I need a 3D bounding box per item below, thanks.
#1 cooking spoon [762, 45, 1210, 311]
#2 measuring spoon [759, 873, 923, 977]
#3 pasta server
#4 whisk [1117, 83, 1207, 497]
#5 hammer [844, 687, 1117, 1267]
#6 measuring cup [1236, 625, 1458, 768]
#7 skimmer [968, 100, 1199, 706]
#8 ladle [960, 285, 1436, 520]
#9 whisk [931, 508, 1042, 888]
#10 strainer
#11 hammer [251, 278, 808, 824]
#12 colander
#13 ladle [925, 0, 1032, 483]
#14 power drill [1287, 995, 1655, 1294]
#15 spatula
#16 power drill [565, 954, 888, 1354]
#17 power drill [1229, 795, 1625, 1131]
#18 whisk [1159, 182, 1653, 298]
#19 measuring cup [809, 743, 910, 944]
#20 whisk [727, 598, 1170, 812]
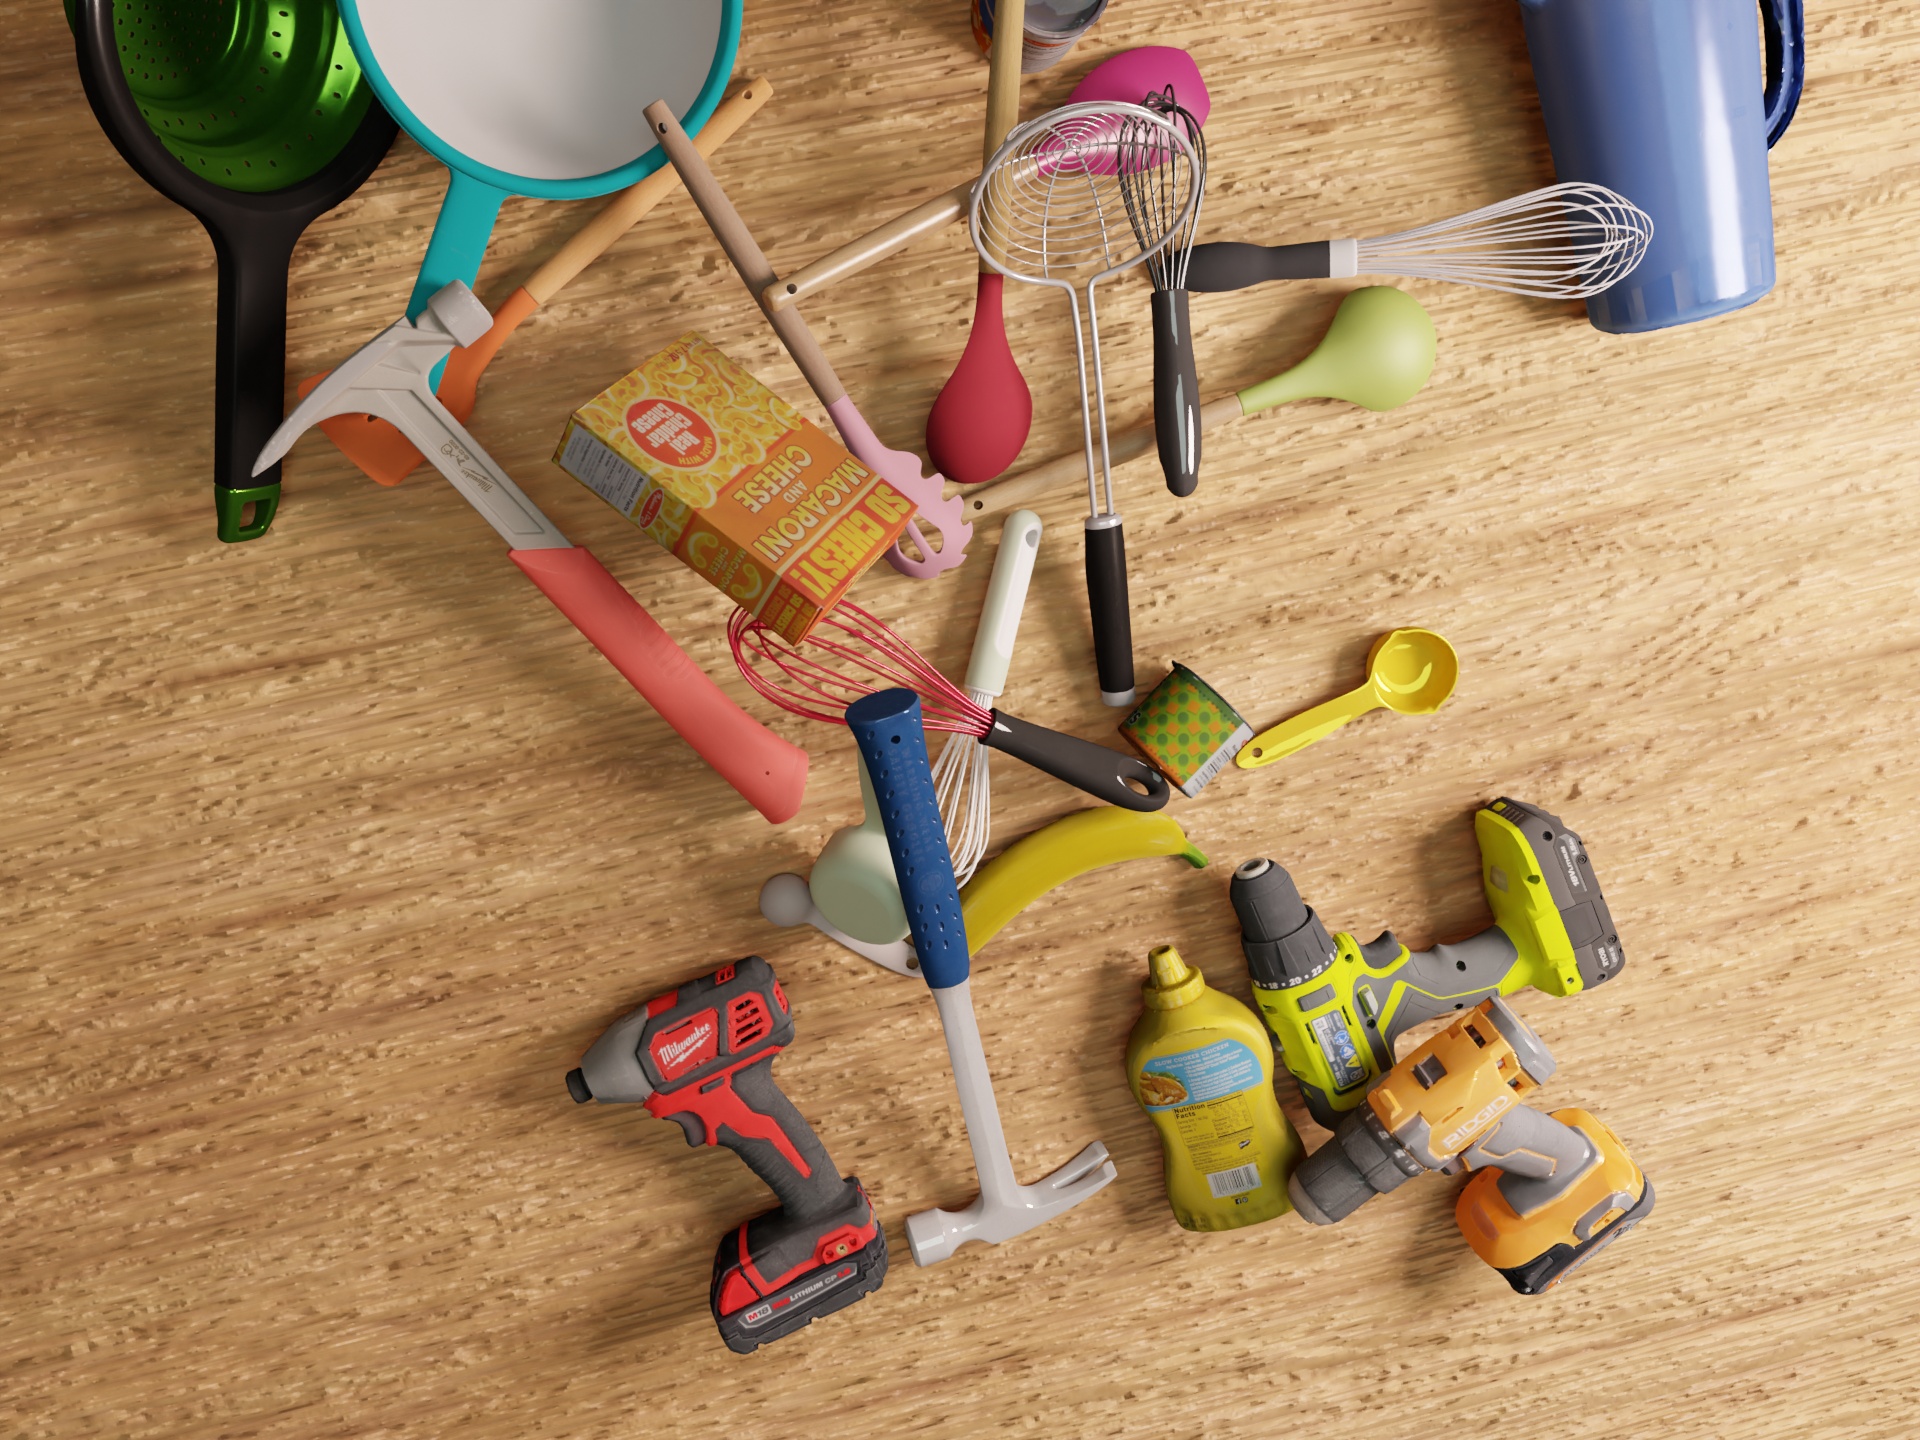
[{"bbox_3d":[0.021,-0.312,0.924,0.319,0.017,0.068,-33,105,-18],"label":"cooking spoon"},{"bbox_3d":[-0.071,0.136,1.013,0.124,0.018,0.034,28,93,-13],"label":"measuring spoon"},{"bbox_3d":[-0.087,-0.210,0.917,0.060,0.040,0.316,-29,111,11],"label":"pasta server"},{"bbox_3d":[0.125,-0.252,0.942,0.055,0.055,0.239,-6,97,-9],"label":"whisk"},{"bbox_3d":[0.000,0.163,0.965,0.144,0.035,0.405,-17,119,-9],"label":"hammer"},{"bbox_3d":[0.250,-0.011,1.046,0.156,0.029,0.062,-28,102,8],"label":"measuring cup"},{"bbox_3d":[0.082,-0.165,0.916,0.127,0.090,0.363,-9,114,-4],"label":"skimmer"},{"bbox_3d":[0.146,-0.188,0.994,0.320,0.062,0.078,-21,103,1],"label":"ladle"},{"bbox_3d":[0.012,-0.011,0.991,0.057,0.059,0.246,11,93,-50],"label":"whisk"},{"bbox_3d":[-0.256,-0.338,0.869,0.210,0.095,0.340,16,105,-33],"label":"strainer"},{"bbox_3d":[-0.219,-0.064,0.909,0.149,0.037,0.358,-41,115,-3],"label":"hammer"},{"bbox_3d":[-0.403,-0.294,0.852,0.094,0.204,0.397,22,114,21],"label":"colander"},{"bbox_3d":[0.020,-0.283,0.908,0.069,0.031,0.315,-7,118,-22],"label":"ladle"},{"bbox_3d":[0.332,0.294,1.037,0.185,0.084,0.226,-42,124,9],"label":"power drill"},{"bbox_3d":[-0.231,-0.263,0.912,0.322,0.041,0.081,-43,86,-2],"label":"spatula"},{"bbox_3d":[-0.144,0.270,0.995,0.143,0.078,0.219,-24,99,-5],"label":"power drill"},{"bbox_3d":[0.299,0.143,1.048,0.228,0.080,0.190,-25,103,-2],"label":"power drill"},{"bbox_3d":[0.262,-0.279,0.953,0.284,0.070,0.070,-1,100,13],"label":"whisk"},{"bbox_3d":[-0.057,0.073,0.947,0.083,0.038,0.167,18,138,17],"label":"measuring cup"},{"bbox_3d":[-0.001,-0.003,0.941,0.295,0.073,0.073,22,95,-19],"label":"whisk"}]
